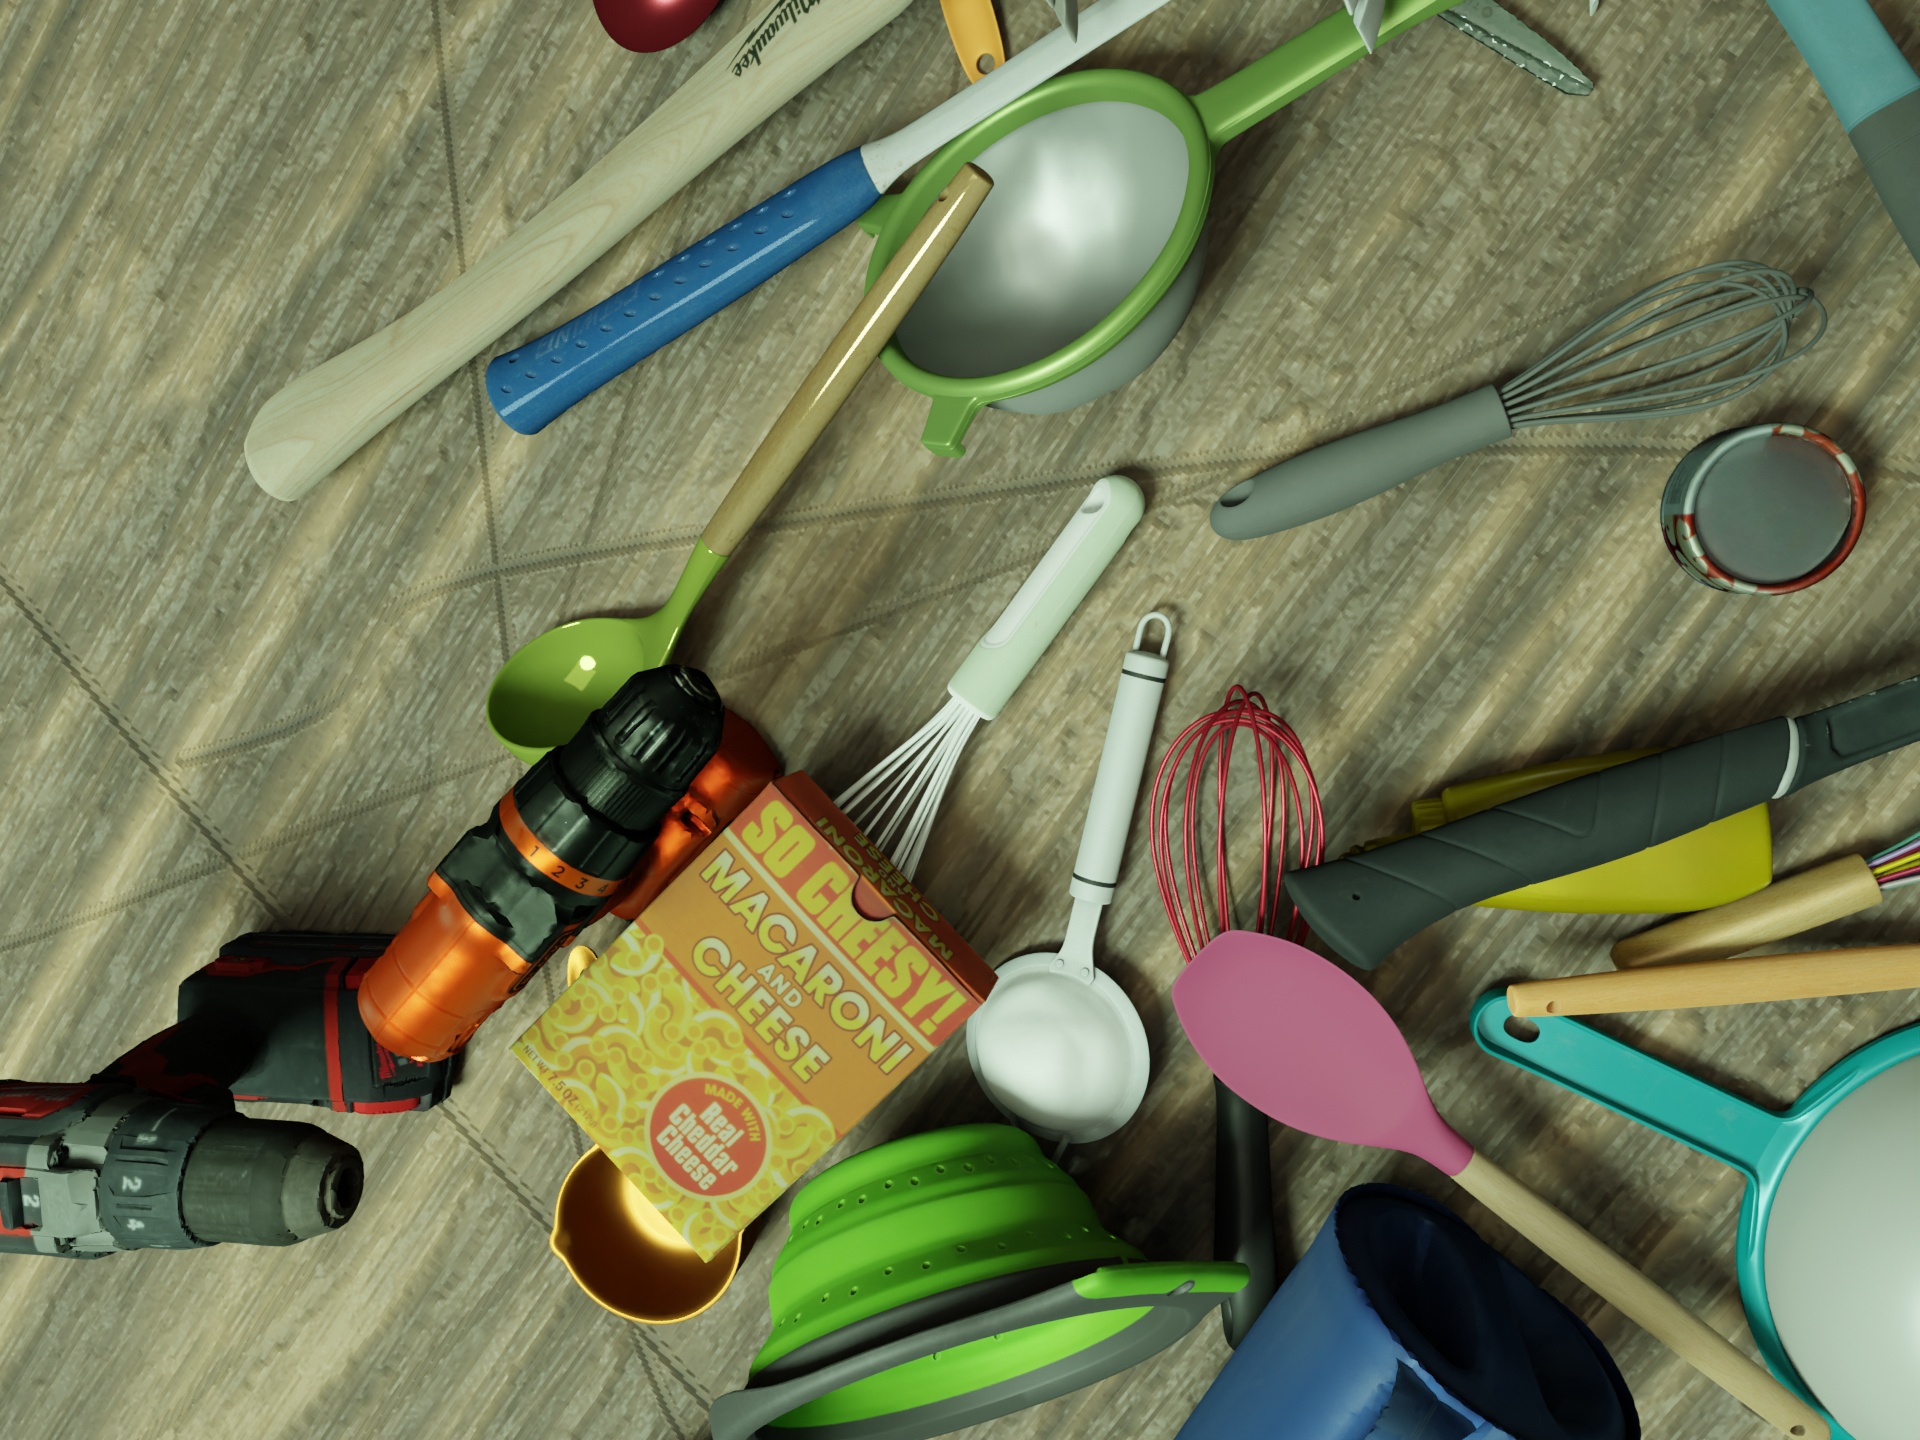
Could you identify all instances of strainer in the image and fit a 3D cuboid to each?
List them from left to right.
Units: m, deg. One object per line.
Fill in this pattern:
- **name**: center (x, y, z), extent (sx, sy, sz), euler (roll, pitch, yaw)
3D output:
- **strainer**: center (0.053, 0.079, 0.681), extent (0.087, 0.050, 0.258), euler (15, 96, 23)
- **strainer**: center (0.085, -0.199, 0.612), extent (0.256, 0.069, 0.152), euler (-28, 53, 17)
- **strainer**: center (0.360, 0.195, 0.606), extent (0.340, 0.095, 0.211), euler (25, 101, 6)

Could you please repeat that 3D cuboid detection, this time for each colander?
- **colander**: center (-0.066, 0.273, 0.697), extent (0.397, 0.204, 0.095), euler (-37, 54, 28)

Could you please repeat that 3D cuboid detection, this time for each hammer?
- **hammer**: center (-0.140, -0.208, 0.648), extent (0.410, 0.038, 0.146), euler (-33, 57, 17)
- **hammer**: center (-0.025, -0.220, 0.627), extent (0.405, 0.035, 0.144), euler (-26, 53, 20)
- **hammer**: center (0.317, 0.001, 0.580), extent (0.409, 0.036, 0.149), euler (-21, 69, 8)
- **hammer**: center (0.339, -0.207, 0.567), extent (0.128, 0.033, 0.331), euler (-28, 80, 14)

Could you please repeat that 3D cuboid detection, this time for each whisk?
- **whisk**: center (-0.001, -0.002, 0.678), extent (0.059, 0.058, 0.246), euler (32, 99, -30)
- **whisk**: center (0.117, 0.131, 0.665), extent (0.073, 0.073, 0.295), euler (-1, 102, 11)
- **whisk**: center (0.211, -0.118, 0.623), extent (0.239, 0.055, 0.055), euler (-20, 93, 17)
- **whisk**: center (0.373, 0.050, 0.614), extent (0.245, 0.047, 0.051), euler (-25, 93, 16)

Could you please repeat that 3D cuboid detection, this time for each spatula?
- **spatula**: center (0.375, 0.097, 0.604), extent (0.322, 0.041, 0.081), euler (-6, 115, 3)

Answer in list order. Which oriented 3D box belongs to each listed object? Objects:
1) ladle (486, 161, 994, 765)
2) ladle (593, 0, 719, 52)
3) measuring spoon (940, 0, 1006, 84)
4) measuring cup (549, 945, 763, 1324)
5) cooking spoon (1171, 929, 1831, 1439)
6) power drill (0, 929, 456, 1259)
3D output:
- **ladle**: center (-0.095, -0.094, 0.637), extent (0.062, 0.078, 0.320), euler (20, 125, -34)
- **ladle**: center (-0.031, -0.387, 0.643), extent (0.315, 0.031, 0.069), euler (-34, 80, 12)
- **measuring spoon**: center (-0.002, -0.315, 0.659), extent (0.021, 0.011, 0.117), euler (-15, 97, 22)
- **measuring cup**: center (-0.143, 0.181, 0.724), extent (0.095, 0.052, 0.173), euler (-13, 92, 12)
- **cooking spoon**: center (0.217, 0.189, 0.628), extent (0.319, 0.017, 0.068), euler (38, 111, -2)
- **power drill**: center (-0.293, 0.154, 0.658), extent (0.188, 0.227, 0.080), euler (0, 97, 11)
